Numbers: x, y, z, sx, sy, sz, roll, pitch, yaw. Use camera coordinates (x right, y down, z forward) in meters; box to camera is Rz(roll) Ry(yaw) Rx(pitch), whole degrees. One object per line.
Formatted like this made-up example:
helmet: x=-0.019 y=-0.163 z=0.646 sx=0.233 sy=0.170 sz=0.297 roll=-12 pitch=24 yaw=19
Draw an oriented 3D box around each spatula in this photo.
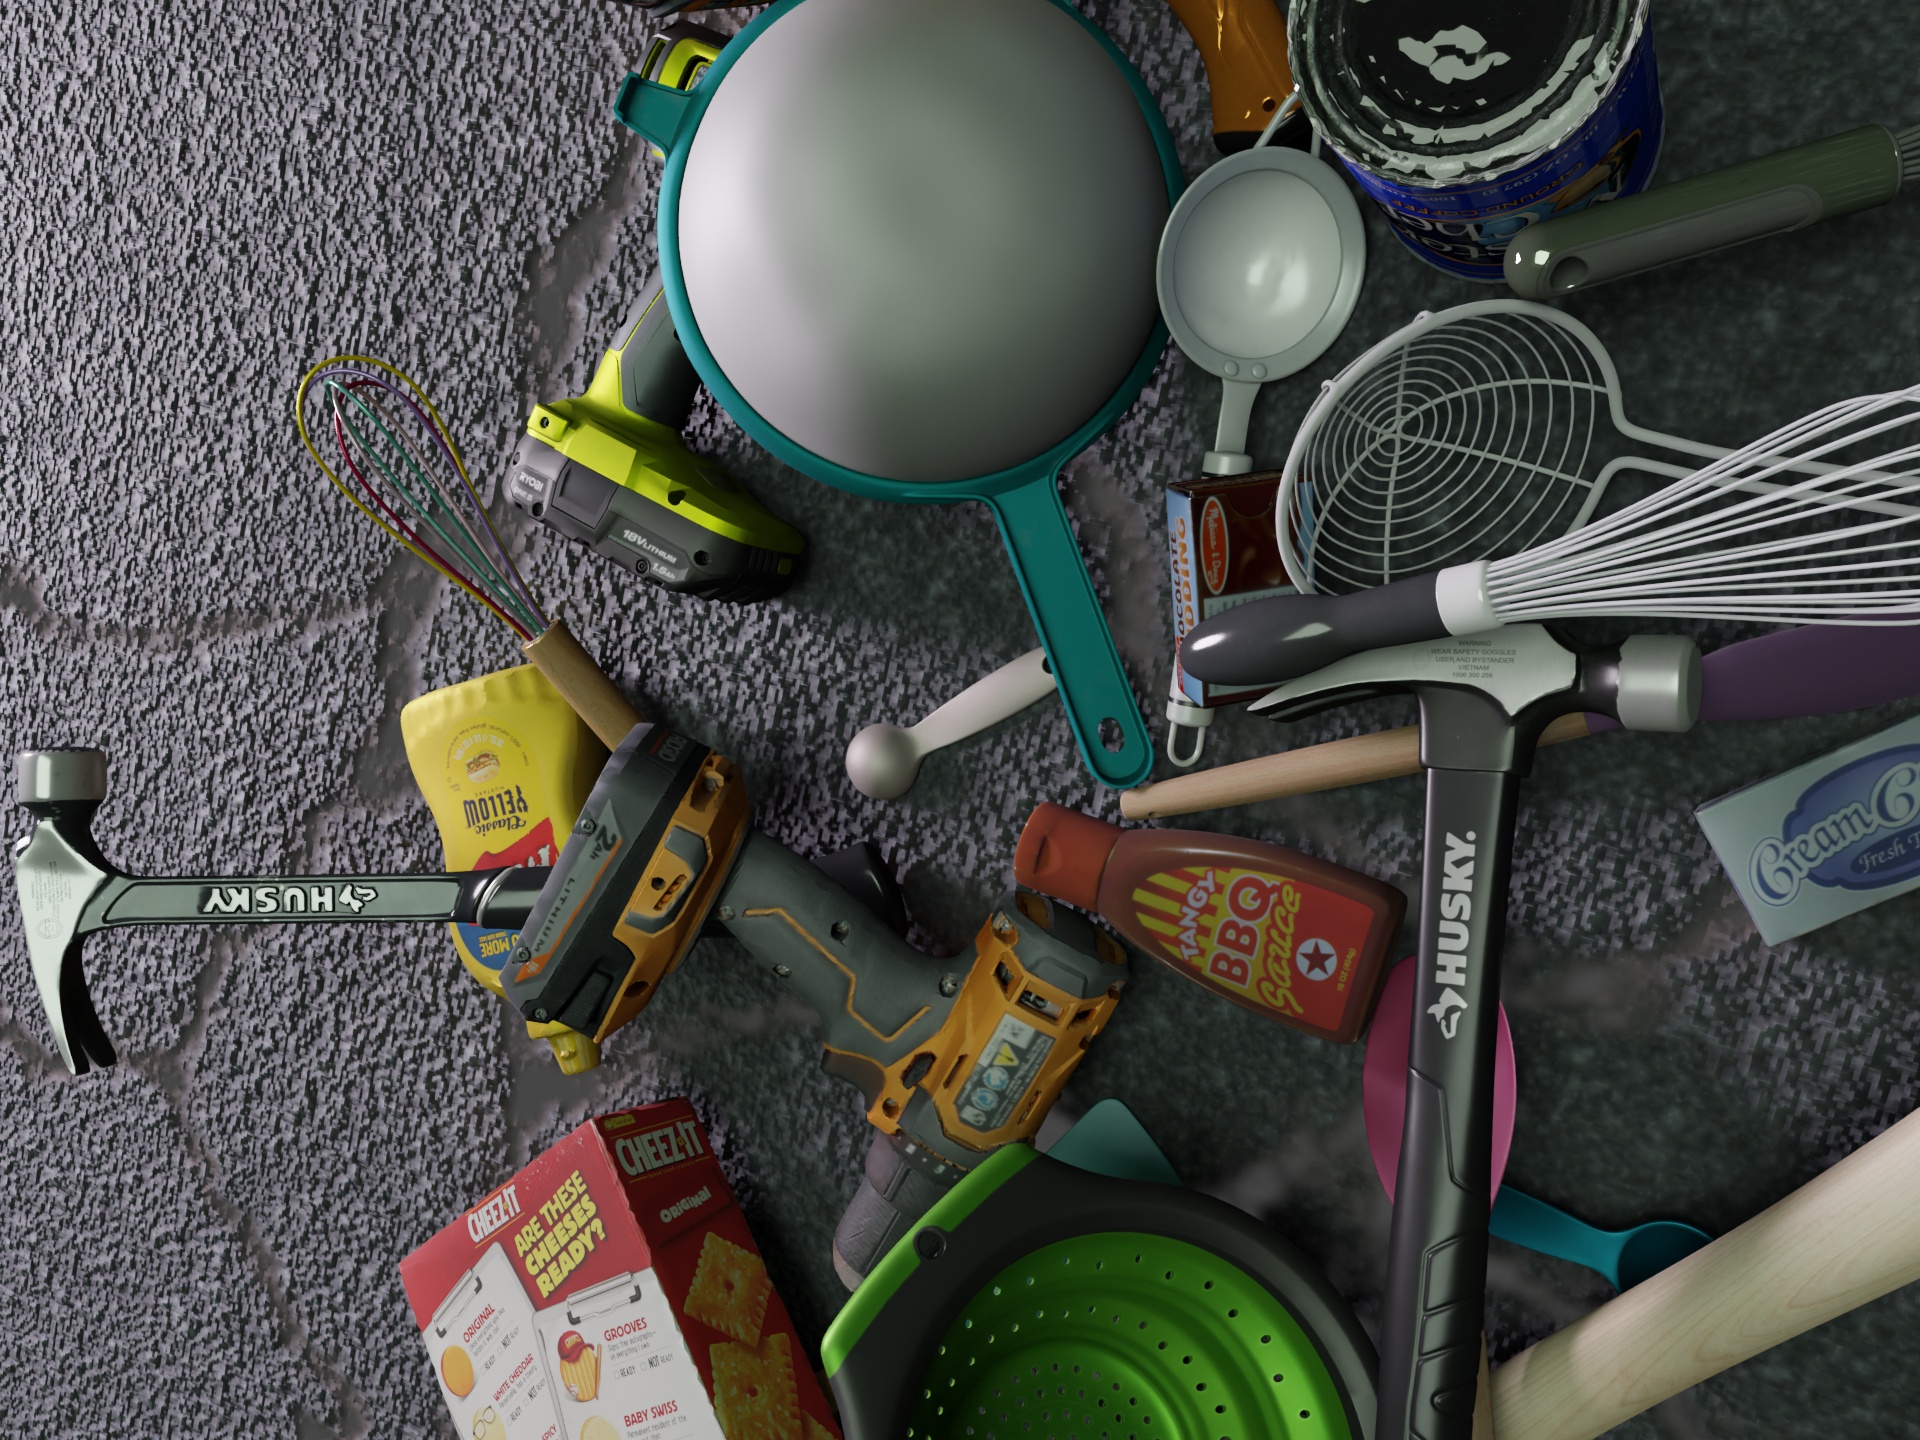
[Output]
spatula: x=0.201 y=0.004 z=0.576 sx=0.316 sy=0.059 sz=0.018 roll=-14 pitch=54 yaw=30
spatula: x=-0.029 y=0.282 z=0.709 sx=0.317 sy=0.044 sz=0.082 roll=-40 pitch=76 yaw=26

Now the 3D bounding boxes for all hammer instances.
hammer: x=-0.227 y=0.085 z=0.714 sx=0.409 sy=0.036 sz=0.149 roll=-1 pitch=89 yaw=6
hammer: x=0.159 y=0.134 z=0.537 sx=0.146 sy=0.035 sz=0.335 roll=3 pitch=84 yaw=34
hammer: x=0.062 y=-0.371 z=0.629 sx=0.127 sy=0.034 sz=0.337 roll=-30 pitch=80 yaw=25
hammer: x=0.232 y=0.207 z=0.550 sx=0.410 sy=0.038 sz=0.146 roll=-47 pitch=67 yaw=26

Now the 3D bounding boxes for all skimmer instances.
skimmer: x=0.289 y=-0.058 z=0.505 sx=0.363 sy=0.090 sz=0.127 roll=13 pitch=130 yaw=22

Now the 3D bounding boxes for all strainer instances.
strainer: x=0.103 y=-0.107 z=0.618 sx=0.086 sy=0.050 sz=0.258 roll=3 pitch=102 yaw=-18
strainer: x=0.011 y=-0.128 z=0.599 sx=0.211 sy=0.095 sz=0.340 roll=-21 pitch=96 yaw=0

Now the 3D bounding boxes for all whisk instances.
whisk: x=-0.198 y=-0.057 z=0.705 sx=0.051 sy=0.047 sz=0.244 roll=-9 pitch=125 yaw=50
whisk: x=0.190 y=-0.044 z=0.493 sx=0.284 sy=0.070 sz=0.070 roll=-12 pitch=87 yaw=39
whisk: x=0.292 y=-0.173 z=0.489 sx=0.246 sy=0.057 sz=0.059 roll=-15 pitch=51 yaw=9

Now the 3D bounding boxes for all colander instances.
colander: x=0.107 y=0.336 z=0.564 sx=0.397 sy=0.204 sz=0.094 roll=47 pitch=152 yaw=7

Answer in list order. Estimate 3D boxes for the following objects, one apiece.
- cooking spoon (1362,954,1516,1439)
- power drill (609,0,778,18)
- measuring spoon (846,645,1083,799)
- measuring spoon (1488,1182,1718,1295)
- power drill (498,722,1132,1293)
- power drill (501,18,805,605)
cooking spoon: x=0.176 y=0.238 z=0.551 sx=0.069 sy=0.017 sz=0.319 roll=-23 pitch=58 yaw=49
power drill: x=-0.046 y=-0.324 z=0.589 sx=0.226 sy=0.164 sz=0.084 roll=-5 pitch=111 yaw=38
measuring spoon: x=-0.001 y=-0.002 z=0.684 sx=0.124 sy=0.018 sz=0.034 roll=-30 pitch=80 yaw=23
measuring spoon: x=0.222 y=0.187 z=0.591 sx=0.129 sy=0.021 sz=0.042 roll=16 pitch=102 yaw=33
power drill: x=-0.068 y=0.124 z=0.652 sx=0.226 sy=0.084 sz=0.185 roll=27 pitch=102 yaw=-6
power drill: x=-0.095 y=-0.170 z=0.691 sx=0.171 sy=0.080 sz=0.223 roll=29 pitch=101 yaw=21
